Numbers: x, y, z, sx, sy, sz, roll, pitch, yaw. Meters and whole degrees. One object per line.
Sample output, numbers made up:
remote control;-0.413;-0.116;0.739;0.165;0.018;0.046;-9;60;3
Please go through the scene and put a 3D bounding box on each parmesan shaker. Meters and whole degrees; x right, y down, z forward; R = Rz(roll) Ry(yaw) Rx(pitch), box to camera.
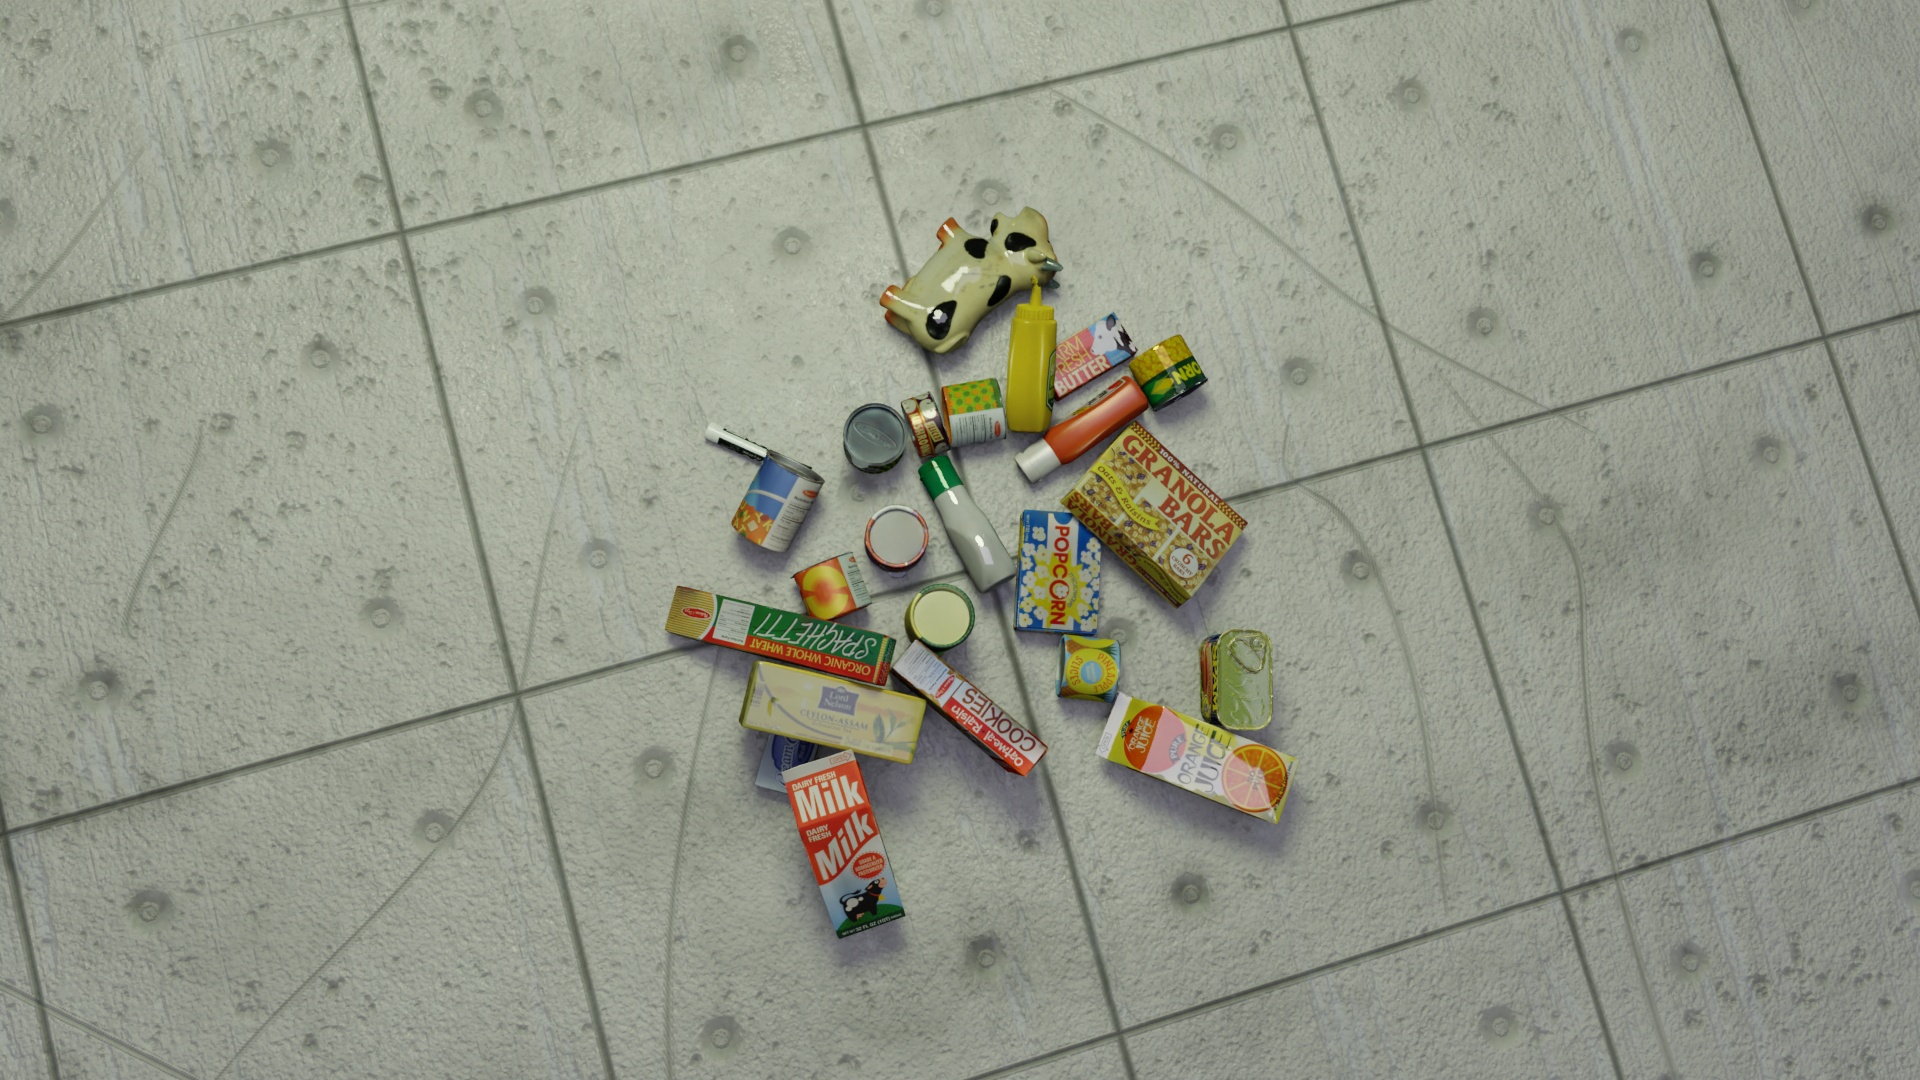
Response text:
parmesan shaker;-0.021;0.082;1.407;0.071;0.103;0.071;1;84;-5

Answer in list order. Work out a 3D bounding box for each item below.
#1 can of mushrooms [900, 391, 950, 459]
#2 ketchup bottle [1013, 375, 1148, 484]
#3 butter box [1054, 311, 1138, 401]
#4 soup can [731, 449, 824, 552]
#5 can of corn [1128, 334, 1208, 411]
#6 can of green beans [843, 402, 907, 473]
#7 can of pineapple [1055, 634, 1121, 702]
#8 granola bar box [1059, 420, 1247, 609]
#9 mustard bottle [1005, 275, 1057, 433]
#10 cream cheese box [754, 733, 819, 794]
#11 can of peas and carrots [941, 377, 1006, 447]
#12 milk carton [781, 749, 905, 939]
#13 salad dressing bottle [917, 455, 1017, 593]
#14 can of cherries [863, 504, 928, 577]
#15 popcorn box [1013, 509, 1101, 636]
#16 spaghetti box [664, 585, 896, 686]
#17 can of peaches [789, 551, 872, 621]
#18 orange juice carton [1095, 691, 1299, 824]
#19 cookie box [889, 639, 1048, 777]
can of mushrooms;-0.036;-0.119;1.447;0.033;0.071;0.071;-20;86;-5
ketchup bottle;0.127;-0.115;1.467;0.149;0.065;0.043;-35;93;0
butter box;0.134;-0.198;1.494;0.104;0.024;0.053;-32;87;-8
soup can;-0.188;-0.041;1.417;0.071;0.071;0.083;29;99;-1
can of corn;0.222;-0.179;1.477;0.071;0.071;0.058;-29;86;-8
can of green beans;-0.089;-0.105;1.446;0.071;0.057;0.071;1;83;-5
can of pineapple;0.131;0.132;1.432;0.058;0.071;0.071;6;83;-4
granola bar box;0.204;-0.029;1.451;0.165;0.039;0.125;43;57;1
mustard bottle;0.075;-0.193;1.440;0.049;0.065;0.159;6;107;11
cream cheese box;-0.171;0.206;1.419;0.053;0.024;0.104;15;82;-2
can of peas and carrots;0.013;-0.135;1.457;0.059;0.071;0.071;-10;85;-5
milk carton;-0.114;0.285;1.344;0.072;0.074;0.189;-18;120;-6
salad dressing bottle;0.005;-0.018;1.445;0.044;0.064;0.148;-26;79;-18
can of cherries;-0.065;0.001;1.435;0.071;0.058;0.071;1;83;-5
popcorn box;0.102;0.035;1.457;0.085;0.038;0.127;4;83;-4
spaghetti box;-0.180;0.094;1.374;0.250;0.028;0.050;11;82;24
can of peaches;-0.133;0.051;1.421;0.071;0.071;0.058;-22;87;-7
orange juice carton;0.239;0.222;1.430;0.193;0.073;0.072;22;82;-2
cookie box;0.006;0.167;1.389;0.167;0.123;0.040;40;81;0
